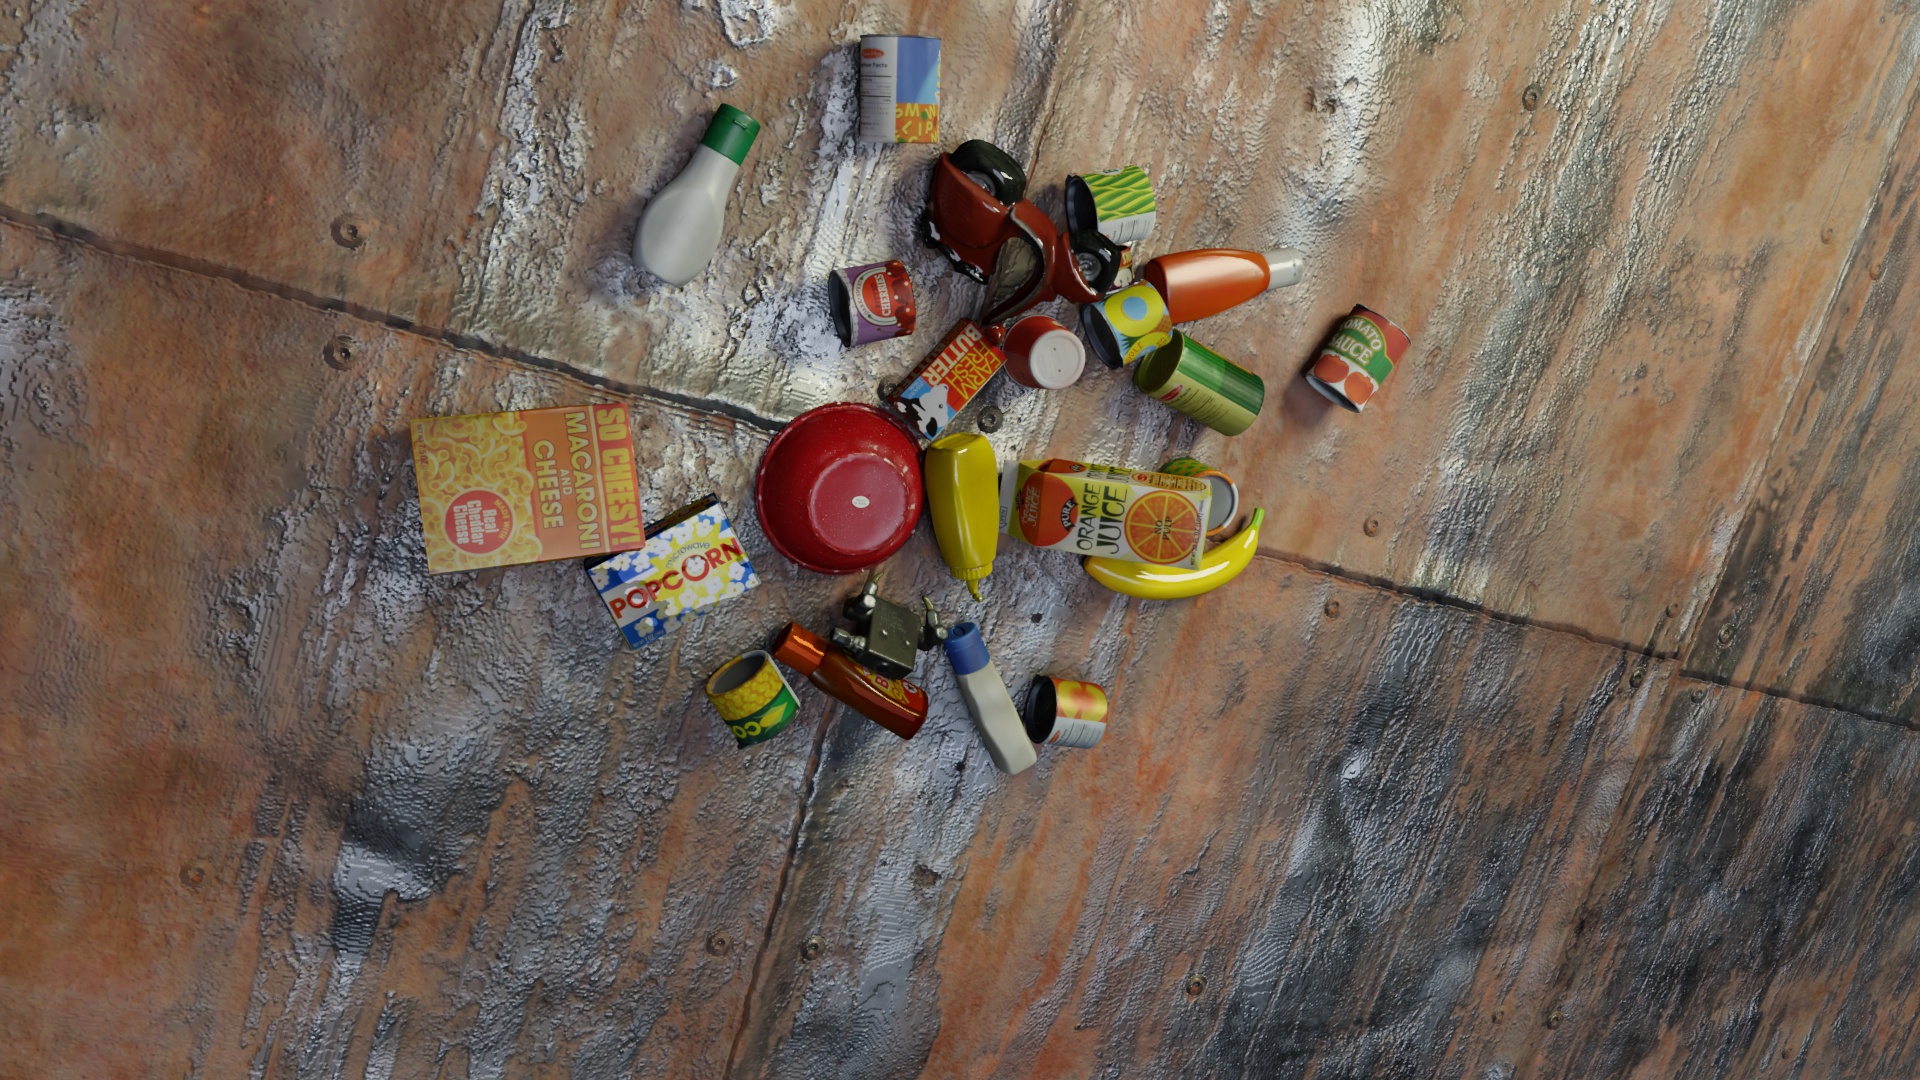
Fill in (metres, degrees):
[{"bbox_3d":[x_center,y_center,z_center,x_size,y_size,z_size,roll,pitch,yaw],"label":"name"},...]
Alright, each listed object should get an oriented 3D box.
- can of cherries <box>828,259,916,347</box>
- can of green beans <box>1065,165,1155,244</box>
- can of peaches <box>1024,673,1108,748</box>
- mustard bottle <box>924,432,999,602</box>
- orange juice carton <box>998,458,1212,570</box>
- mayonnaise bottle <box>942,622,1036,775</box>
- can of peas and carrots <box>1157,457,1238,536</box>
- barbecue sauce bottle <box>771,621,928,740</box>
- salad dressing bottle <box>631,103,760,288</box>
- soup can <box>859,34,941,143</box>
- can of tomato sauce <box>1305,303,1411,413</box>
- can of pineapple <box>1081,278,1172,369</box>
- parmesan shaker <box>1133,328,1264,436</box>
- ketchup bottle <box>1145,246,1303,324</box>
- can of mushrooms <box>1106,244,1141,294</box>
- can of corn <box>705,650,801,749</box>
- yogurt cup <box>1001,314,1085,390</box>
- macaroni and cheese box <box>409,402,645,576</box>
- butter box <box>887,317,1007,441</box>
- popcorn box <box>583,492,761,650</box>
[{"bbox_3d":[-0.074,-0.201,1.174,0.058,0.071,0.071,-13,110,-16],"label":"can of cherries"},{"bbox_3d":[0.132,-0.294,1.226,0.058,0.071,0.071,-15,110,-16],"label":"can of green beans"},{"bbox_3d":[0.103,0.166,1.352,0.058,0.071,0.071,11,102,-22],"label":"can of peaches"},{"bbox_3d":[0.005,-0.016,1.266,0.065,0.049,0.159,-25,118,-43],"label":"mustard bottle"},{"bbox_3d":[0.130,-0.028,1.277,0.193,0.073,0.071,8,105,8],"label":"orange juice carton"},{"bbox_3d":[0.026,0.149,1.321,0.041,0.065,0.147,-27,109,-10],"label":"mayonnaise bottle"},{"bbox_3d":[0.223,-0.042,1.338,0.071,0.059,0.070,-6,107,-19],"label":"can of peas and carrots"},{"bbox_3d":[-0.101,0.126,1.268,0.148,0.065,0.043,32,105,-16],"label":"barbecue sauce bottle"},{"bbox_3d":[-0.211,-0.278,1.118,0.064,0.044,0.147,28,94,-23],"label":"salad dressing bottle"},{"bbox_3d":[-0.047,-0.369,1.139,0.071,0.071,0.083,-5,108,-19],"label":"soup can"},{"bbox_3d":[0.386,-0.177,1.353,0.071,0.071,0.083,35,93,-25],"label":"can of tomato sauce"},{"bbox_3d":[0.152,-0.195,1.261,0.058,0.071,0.070,-27,113,-11],"label":"can of pineapple"},{"bbox_3d":[0.225,-0.146,1.306,0.103,0.071,0.071,24,97,-25],"label":"parmesan shaker"},{"bbox_3d":[0.247,-0.244,1.296,0.149,0.043,0.064,-13,111,-16],"label":"ketchup bottle"},{"bbox_3d":[0.124,-0.241,1.237,0.071,0.071,0.033,-16,109,-15],"label":"can of mushrooms"},{"bbox_3d":[-0.186,0.141,1.235,0.071,0.071,0.058,-33,113,-8],"label":"can of corn"},{"bbox_3d":[0.077,-0.166,1.250,0.072,0.054,0.072,-5,107,-18],"label":"yogurt cup"},{"bbox_3d":[-0.347,-0.043,1.119,0.167,0.040,0.123,-7,88,-19],"label":"macaroni and cheese box"},{"bbox_3d":[-0.011,-0.144,1.240,0.103,0.024,0.053,-47,116,-1],"label":"butter box"},{"bbox_3d":[-0.247,0.027,1.195,0.127,0.038,0.085,-28,112,-10],"label":"popcorn box"}]
